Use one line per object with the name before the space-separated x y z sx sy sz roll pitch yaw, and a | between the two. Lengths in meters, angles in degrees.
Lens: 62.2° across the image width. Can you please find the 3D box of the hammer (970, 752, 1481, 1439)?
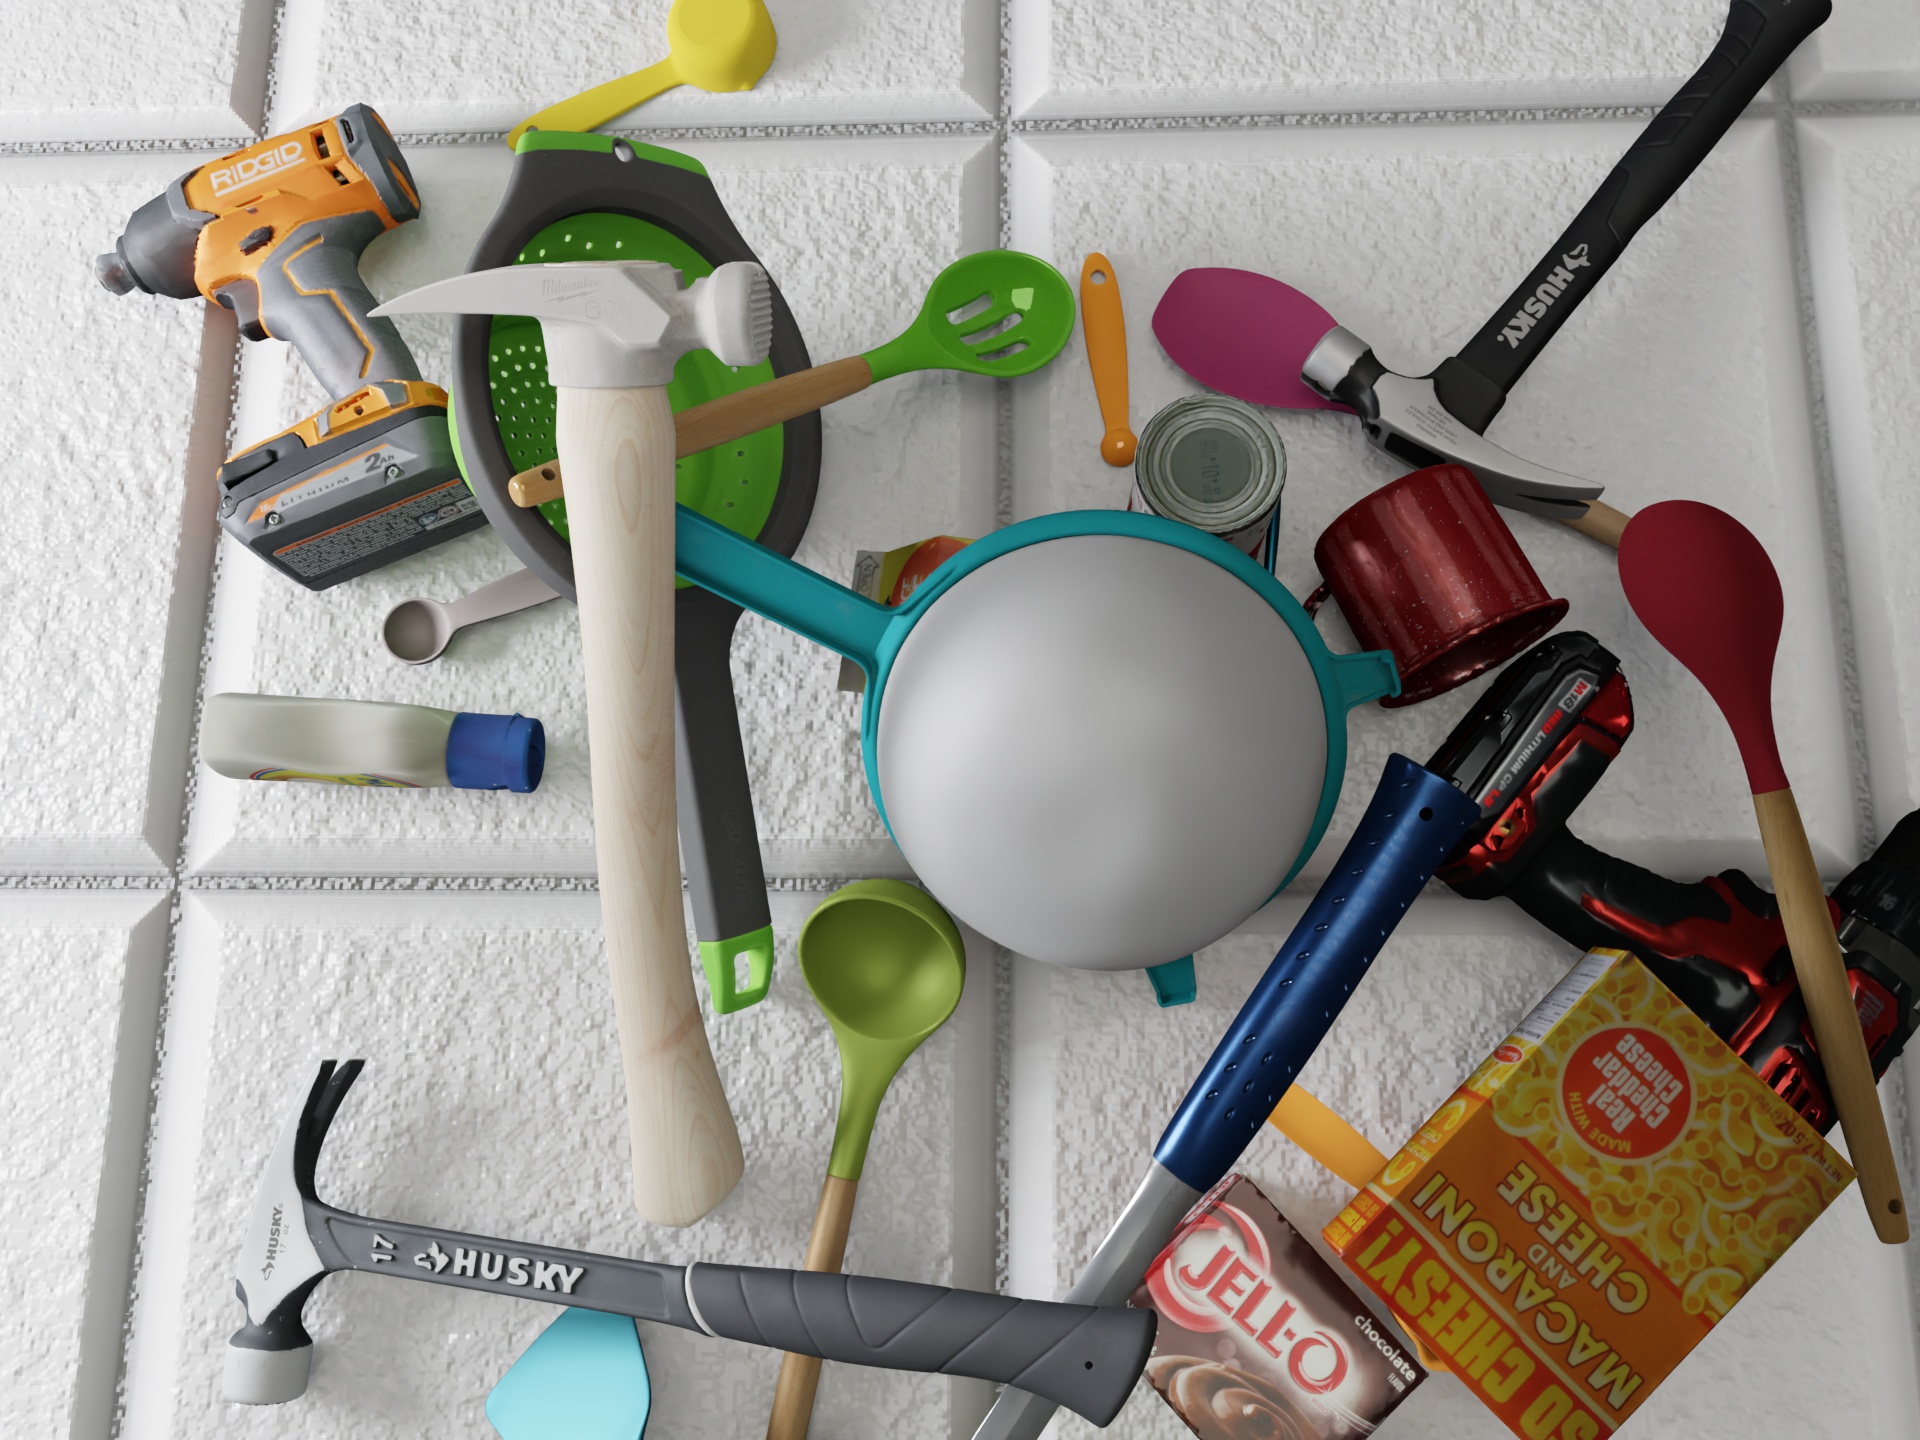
hammer | 0.088 0.197 0.648 0.144 0.035 0.405 33 92 7

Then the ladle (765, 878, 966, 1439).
ladle | -0.061 0.228 0.696 0.078 0.062 0.320 10 81 13

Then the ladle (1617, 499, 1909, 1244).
ladle | 0.340 0.055 0.656 0.069 0.031 0.315 -11 82 -7

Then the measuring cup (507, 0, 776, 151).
measuring cup | -0.171 -0.343 0.839 0.156 0.029 0.062 -28 78 -5

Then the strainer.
strainer | -0.001 -0.002 0.651 0.340 0.095 0.211 26 114 -5

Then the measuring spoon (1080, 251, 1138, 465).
measuring spoon | 0.075 -0.184 0.801 0.021 0.011 0.117 -6 77 2

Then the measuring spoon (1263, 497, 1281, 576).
measuring spoon | 0.155 -0.061 0.754 0.021 0.042 0.129 5 76 5

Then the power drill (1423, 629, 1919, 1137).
power drill | 0.328 0.058 0.703 0.227 0.080 0.188 40 83 8

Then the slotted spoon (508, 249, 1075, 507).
slotted spoon | -0.066 -0.154 0.727 0.314 0.031 0.070 -29 79 -34

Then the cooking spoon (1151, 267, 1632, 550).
cooking spoon | 0.239 -0.135 0.778 0.319 0.017 0.069 30 78 9

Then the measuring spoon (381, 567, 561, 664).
measuring spoon | -0.225 -0.059 0.791 0.124 0.018 0.034 -22 77 -9

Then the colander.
colander | -0.155 -0.061 0.744 0.094 0.204 0.397 -6 94 40

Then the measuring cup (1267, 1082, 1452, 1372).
measuring cup | 0.190 0.208 0.689 0.174 0.052 0.095 38 82 12

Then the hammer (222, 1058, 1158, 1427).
hammer | -0.122 0.231 0.658 0.409 0.036 0.149 2 80 17

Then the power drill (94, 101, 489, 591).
power drill | -0.333 -0.184 0.790 0.164 0.084 0.227 -22 73 -1

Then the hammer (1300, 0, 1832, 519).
hammer | 0.325 -0.244 0.779 0.146 0.035 0.335 39 78 13

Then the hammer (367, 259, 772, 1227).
hammer | -0.142 0.025 0.651 0.146 0.038 0.410 1 109 5

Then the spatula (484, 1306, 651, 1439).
spatula | -0.081 0.365 0.640 0.082 0.044 0.318 -45 68 -9
